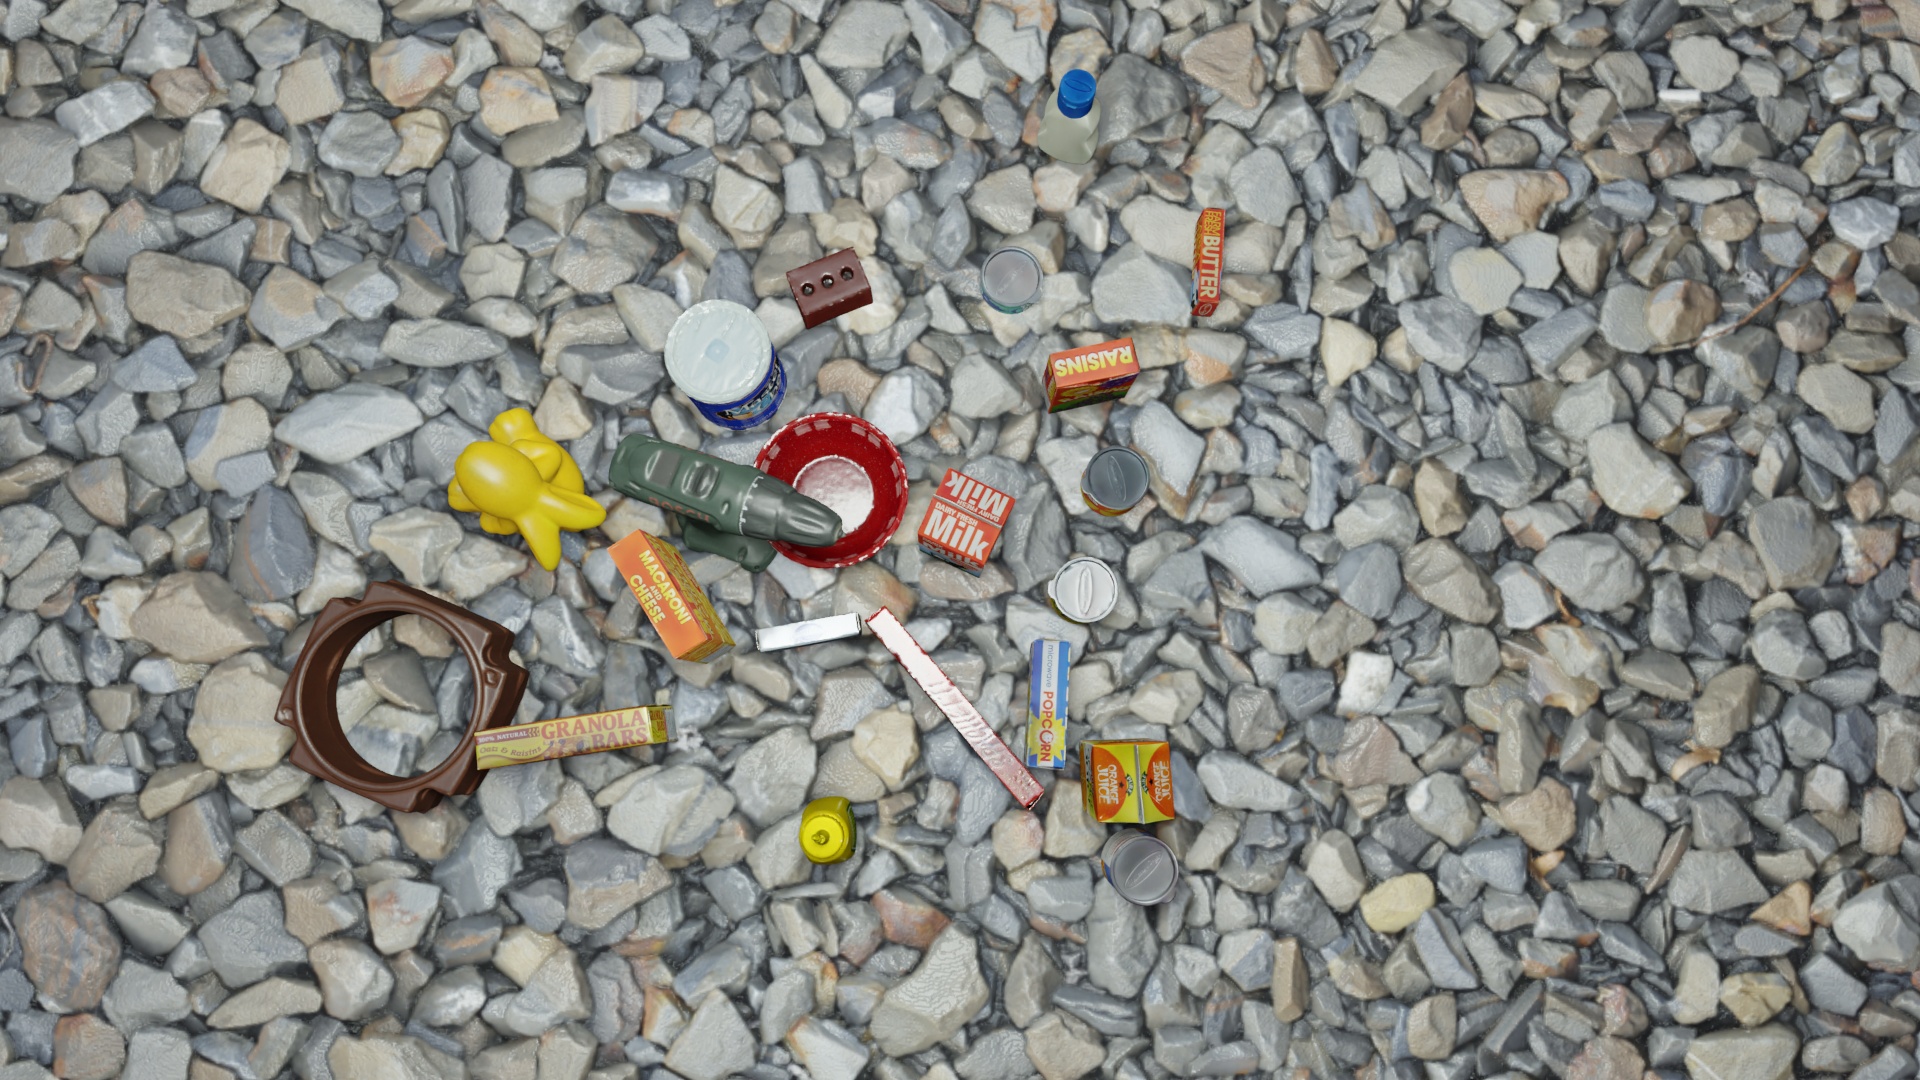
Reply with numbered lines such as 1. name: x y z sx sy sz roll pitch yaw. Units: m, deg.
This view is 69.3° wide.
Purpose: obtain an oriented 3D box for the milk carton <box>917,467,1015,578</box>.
1. milk carton: 0.005 -0.017 1.355 0.072 0.190 0.073 25 84 2

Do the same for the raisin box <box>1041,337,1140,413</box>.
1. raisin box: 0.130 -0.166 1.410 0.086 0.123 0.040 -11 84 -2

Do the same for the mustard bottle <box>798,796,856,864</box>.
1. mustard bottle: -0.128 0.281 1.330 0.049 0.160 0.065 -8 83 -1

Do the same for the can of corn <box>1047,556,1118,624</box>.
1. can of corn: 0.122 0.052 1.415 0.071 0.058 0.071 0 83 -1

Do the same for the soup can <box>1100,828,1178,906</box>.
1. soup can: 0.177 0.322 1.368 0.071 0.083 0.071 0 83 -1

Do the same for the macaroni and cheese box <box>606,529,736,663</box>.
1. macaroni and cheese box: -0.278 0.057 1.354 0.040 0.166 0.124 -33 85 -4

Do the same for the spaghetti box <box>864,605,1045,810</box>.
1. spaghetti box: -0.006 0.168 1.402 0.029 0.050 0.250 -41 85 -5

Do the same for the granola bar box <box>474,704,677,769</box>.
1. granola bar box: -0.372 0.190 1.357 0.166 0.124 0.039 -9 83 -2

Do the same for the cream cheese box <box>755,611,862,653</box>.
1. cream cheese box: -0.152 0.094 1.408 0.104 0.053 0.024 -10 83 -2

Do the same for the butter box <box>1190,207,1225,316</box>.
1. butter box: 0.260 -0.293 1.463 0.024 0.053 0.103 5 83 0

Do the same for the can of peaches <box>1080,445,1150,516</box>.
1. can of peaches: 0.156 -0.060 1.429 0.071 0.058 0.071 0 83 -1

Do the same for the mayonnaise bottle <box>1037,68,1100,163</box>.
1. mayonnaise bottle: 0.115 -0.437 1.432 0.065 0.148 0.041 20 84 2

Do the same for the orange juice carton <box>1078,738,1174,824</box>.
1. orange juice carton: 0.158 0.227 1.325 0.073 0.192 0.072 -3 83 -1

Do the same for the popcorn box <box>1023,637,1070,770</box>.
1. popcorn box: 0.086 0.163 1.386 0.038 0.085 0.127 3 83 0

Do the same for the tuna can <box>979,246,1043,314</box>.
1. tuna can: 0.056 -0.273 1.468 0.071 0.033 0.071 0 83 -1
